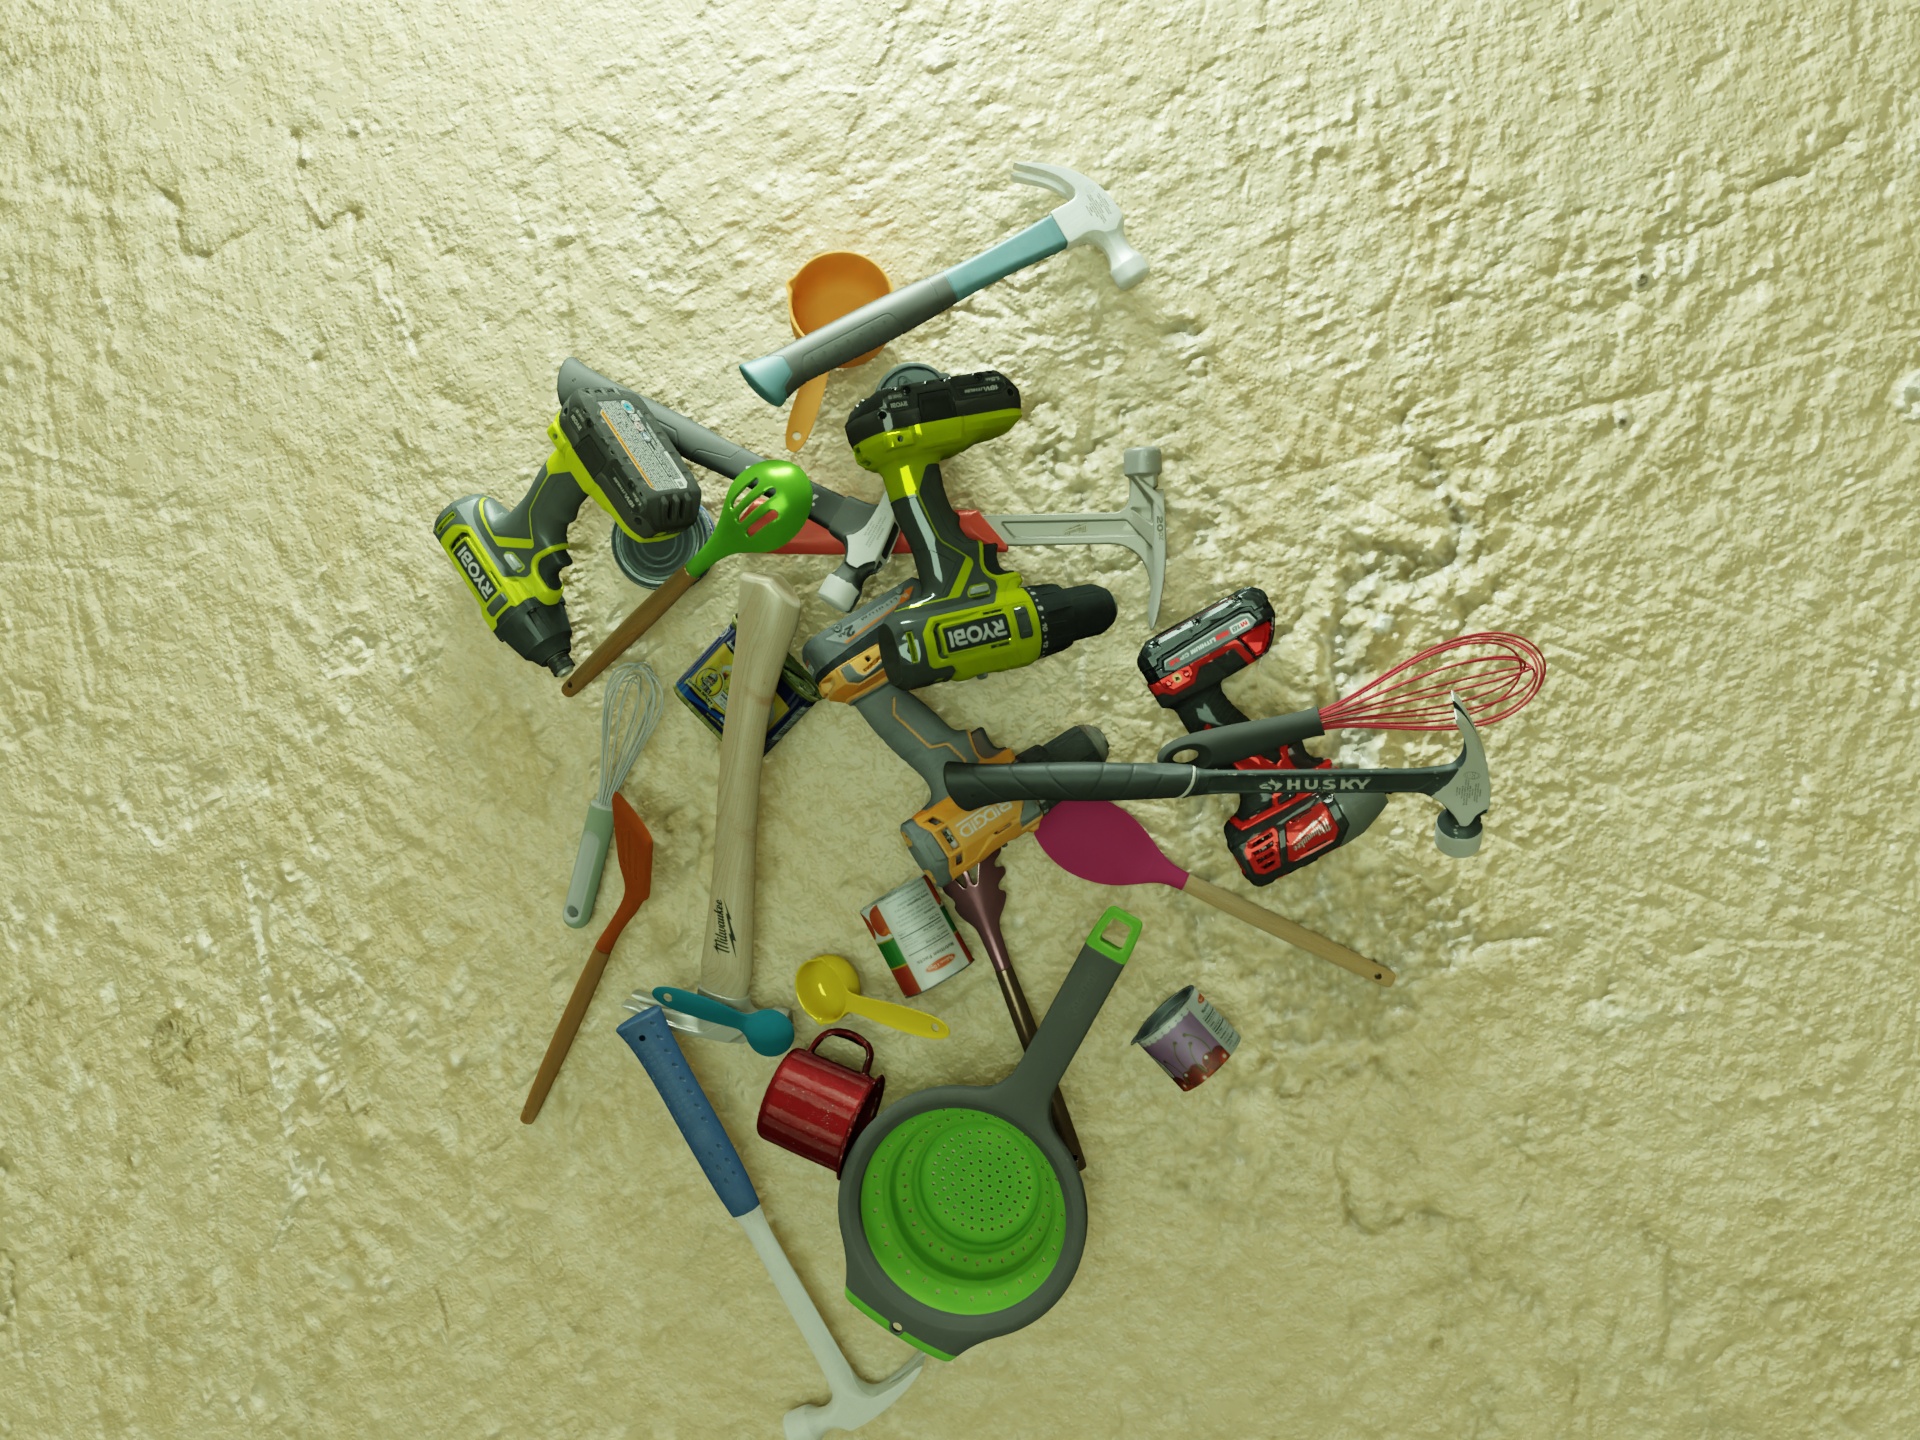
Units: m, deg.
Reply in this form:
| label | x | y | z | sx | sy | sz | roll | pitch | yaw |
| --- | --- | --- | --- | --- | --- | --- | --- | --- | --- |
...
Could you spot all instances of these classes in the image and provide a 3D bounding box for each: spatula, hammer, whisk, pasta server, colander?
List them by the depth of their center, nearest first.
| label | x | y | z | sx | sy | sz | roll | pitch | yaw |
| --- | --- | --- | --- | --- | --- | --- | --- | --- | --- |
| hammer | 0.190 | 0.044 | 1.203 | 0.409 | 0.036 | 0.149 | -1 | 134 | 9 |
| whisk | 0.292 | -0.004 | 1.204 | 0.296 | 0.073 | 0.073 | -15 | 91 | 14 |
| hammer | -0.020 | -0.338 | 1.267 | 0.331 | 0.033 | 0.128 | -29 | 86 | -7 |
| colander | 0.046 | 0.324 | 1.307 | 0.204 | 0.094 | 0.397 | 29 | 98 | 10 |
| hammer | -0.194 | 0.077 | 1.318 | 0.146 | 0.038 | 0.410 | 11 | 107 | 8 |
| hammer | -0.010 | -0.147 | 1.319 | 0.359 | 0.036 | 0.149 | 0 | 94 | 8 |
| hammer | -0.195 | -0.224 | 1.320 | 0.335 | 0.035 | 0.146 | 28 | 85 | 15 |
| pasta server | 0.047 | 0.231 | 1.341 | 0.060 | 0.040 | 0.316 | -20 | 94 | 9 |
| hammer | -0.173 | 0.426 | 1.362 | 0.144 | 0.035 | 0.405 | -27 | 95 | 9 |
| spatula | -0.325 | 0.216 | 1.371 | 0.081 | 0.041 | 0.322 | 41 | 111 | 44 |
| whisk | -0.305 | 0.066 | 1.372 | 0.058 | 0.059 | 0.246 | 20 | 101 | 19 |

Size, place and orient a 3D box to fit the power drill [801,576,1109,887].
| label | x | y | z | sx | sy | sz | roll | pitch | yaw |
| --- | --- | --- | --- | --- | --- | --- | --- | --- | --- |
| power drill | -0.002 | -0.004 | 1.297 | 0.185 | 0.084 | 0.226 | -32 | 88 | -10 |

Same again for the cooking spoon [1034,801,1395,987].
| label | x | y | z | sx | sy | sz | roll | pitch | yaw |
| --- | --- | --- | --- | --- | --- | --- | --- | --- | --- |
| cooking spoon | 0.209 | 0.145 | 1.313 | 0.319 | 0.017 | 0.069 | 25 | 98 | 7 |

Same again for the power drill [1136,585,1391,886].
| label | x | y | z | sx | sy | sz | roll | pitch | yaw |
| --- | --- | --- | --- | --- | --- | --- | --- | --- | --- |
| power drill | 0.245 | 0.010 | 1.273 | 0.143 | 0.078 | 0.219 | -29 | 92 | 9 |

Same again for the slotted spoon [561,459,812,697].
| label | x | y | z | sx | sy | sz | roll | pitch | yaw |
| --- | --- | --- | --- | --- | --- | --- | --- | --- | --- |
| slotted spoon | -0.236 | -0.107 | 1.311 | 0.313 | 0.031 | 0.070 | -38 | 78 | 29 |

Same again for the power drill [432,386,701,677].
| label | x | y | z | sx | sy | sz | roll | pitch | yaw |
| --- | --- | --- | --- | --- | --- | --- | --- | --- | --- |
| power drill | -0.324 | -0.154 | 1.318 | 0.223 | 0.080 | 0.171 | -37 | 84 | 30 |

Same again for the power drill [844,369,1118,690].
| label | x | y | z | sx | sy | sz | roll | pitch | yaw |
| --- | --- | --- | --- | --- | --- | --- | --- | --- | --- |
| power drill | 0.014 | -0.149 | 1.243 | 0.190 | 0.080 | 0.228 | -14 | 89 | -18 |

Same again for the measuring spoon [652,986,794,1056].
| label | x | y | z | sx | sy | sz | roll | pitch | yaw |
| --- | --- | --- | --- | --- | --- | --- | --- | --- | --- |
| measuring spoon | -0.203 | 0.252 | 1.337 | 0.128 | 0.021 | 0.042 | 18 | 108 | 6 |

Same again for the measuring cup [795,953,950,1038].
| label | x | y | z | sx | sy | sz | roll | pitch | yaw |
| --- | --- | --- | --- | --- | --- | --- | --- | --- | --- |
| measuring cup | -0.069 | 0.235 | 1.329 | 0.157 | 0.029 | 0.062 | 12 | 108 | 30 |

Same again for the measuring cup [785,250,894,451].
| label | x | y | z | sx | sy | sz | roll | pitch | yaw |
| --- | --- | --- | --- | --- | --- | --- | --- | --- | --- |
| measuring cup | -0.110 | -0.294 | 1.299 | 0.095 | 0.052 | 0.174 | 18 | 83 | -2 |
